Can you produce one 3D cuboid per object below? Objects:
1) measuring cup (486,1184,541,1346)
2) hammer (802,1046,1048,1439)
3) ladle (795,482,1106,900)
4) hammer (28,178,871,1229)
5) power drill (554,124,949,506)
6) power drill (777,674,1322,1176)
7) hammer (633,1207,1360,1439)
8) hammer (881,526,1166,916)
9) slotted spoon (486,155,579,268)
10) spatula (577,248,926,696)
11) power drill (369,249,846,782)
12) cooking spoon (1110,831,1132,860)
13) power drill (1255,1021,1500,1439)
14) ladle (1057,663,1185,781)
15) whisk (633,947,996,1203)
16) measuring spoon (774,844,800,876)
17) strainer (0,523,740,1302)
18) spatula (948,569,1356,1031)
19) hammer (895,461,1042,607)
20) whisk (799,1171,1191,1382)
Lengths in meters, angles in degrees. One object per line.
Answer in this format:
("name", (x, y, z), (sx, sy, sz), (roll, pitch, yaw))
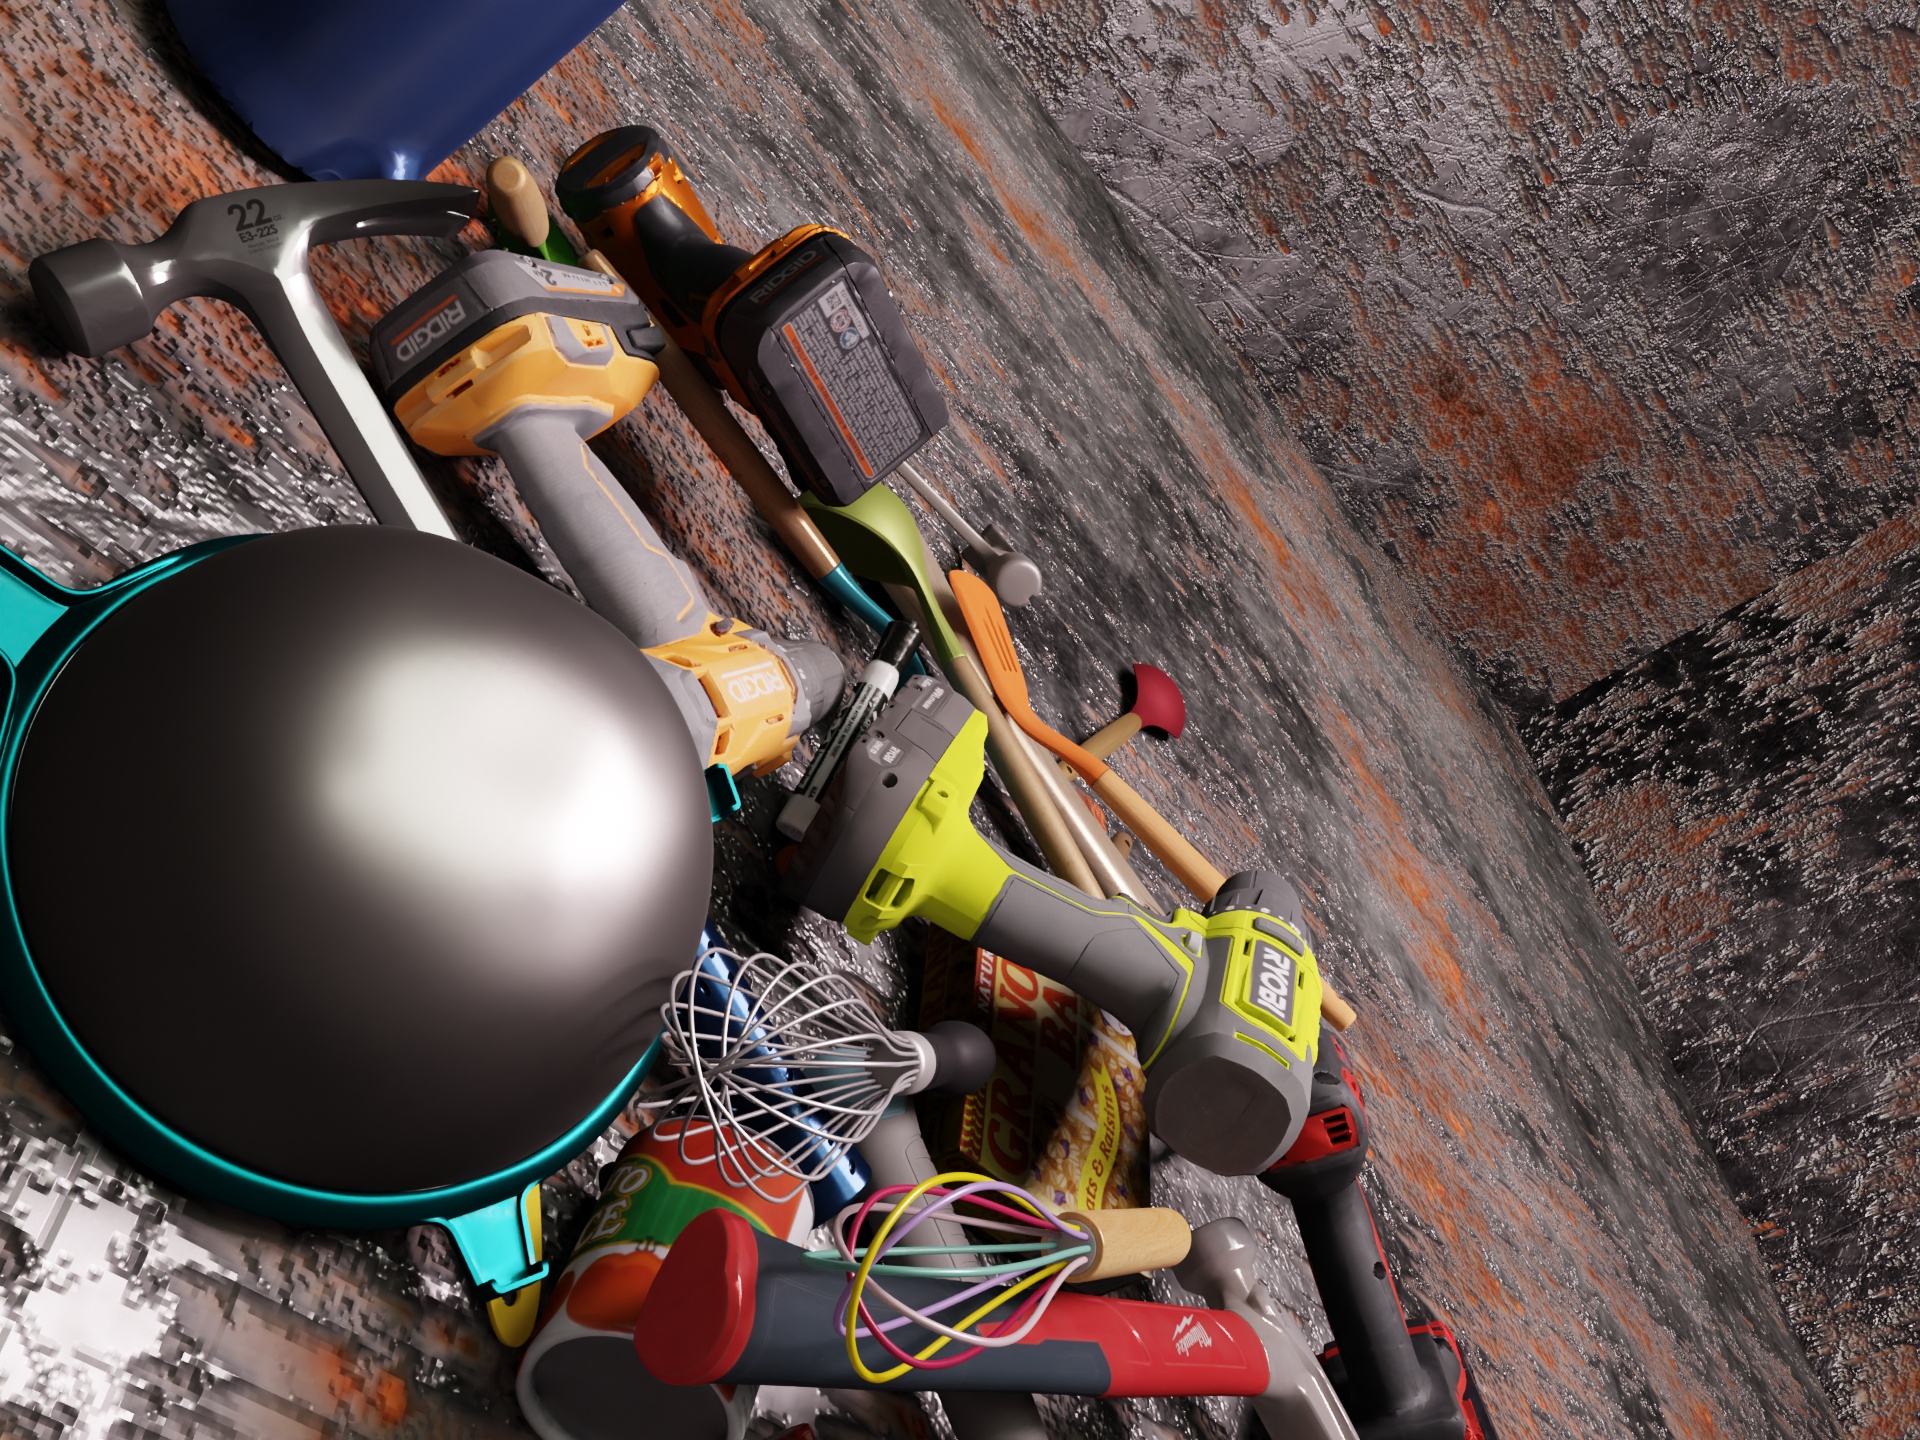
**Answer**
("measuring cup", (-0.149, 0.111, 0.488), (0.062, 0.029, 0.157), (20, 54, -53))
("hammer", (0.021, 0.265, 0.564), (0.128, 0.033, 0.331), (-5, 55, -35))
("ladle", (-0.001, -0.003, 0.831), (0.320, 0.062, 0.078), (61, -3, 23))
("hammer", (-0.145, -0.003, 0.558), (0.144, 0.035, 0.405), (-33, 96, -30))
("power drill", (-0.104, -0.196, 0.802), (0.227, 0.084, 0.164), (41, -12, 42))
("power drill", (0.053, 0.077, 0.691), (0.228, 0.080, 0.191), (31, 25, 2))
("hammer", (0.041, 0.222, 0.529), (0.385, 0.038, 0.143), (32, 24, -51))
("hammer", (0.054, 0.051, 0.912), (0.411, 0.038, 0.146), (56, 26, 7))
("slotted spoon", (-0.185, -0.212, 0.673), (0.070, 0.031, 0.314), (57, -4, -17))
("spatula", (-0.088, -0.087, 0.773), (0.317, 0.044, 0.082), (53, -8, -16))
("power drill", (-0.134, -0.078, 0.687), (0.226, 0.084, 0.185), (62, 20, 2))
("cooking spoon", (0.063, 0.129, 0.890), (0.068, 0.017, 0.319), (55, 24, -7))
("power drill", (0.184, 0.247, 0.774), (0.188, 0.080, 0.226), (-36, 107, -81))
("ladle", (0.116, 0.006, 1.151), (0.069, 0.031, 0.315), (58, 24, 1))
("whisk", (-0.029, 0.116, 0.530), (0.070, 0.070, 0.284), (64, 8, 17))
("measuring spoon", (-0.028, 0.067, 0.723), (0.116, 0.011, 0.021), (7, 43, -23))
("strainer", (-0.188, -0.013, 0.413), (0.340, 0.095, 0.211), (41, 43, -24))
("spatula", (0.100, 0.042, 0.871), (0.323, 0.041, 0.081), (45, 11, 12))
("hammer", (-0.088, -0.208, 0.974), (0.358, 0.036, 0.149), (43, 6, -21))
("whisk", (0.024, 0.163, 0.480), (0.244, 0.051, 0.047), (31, 47, -61))
